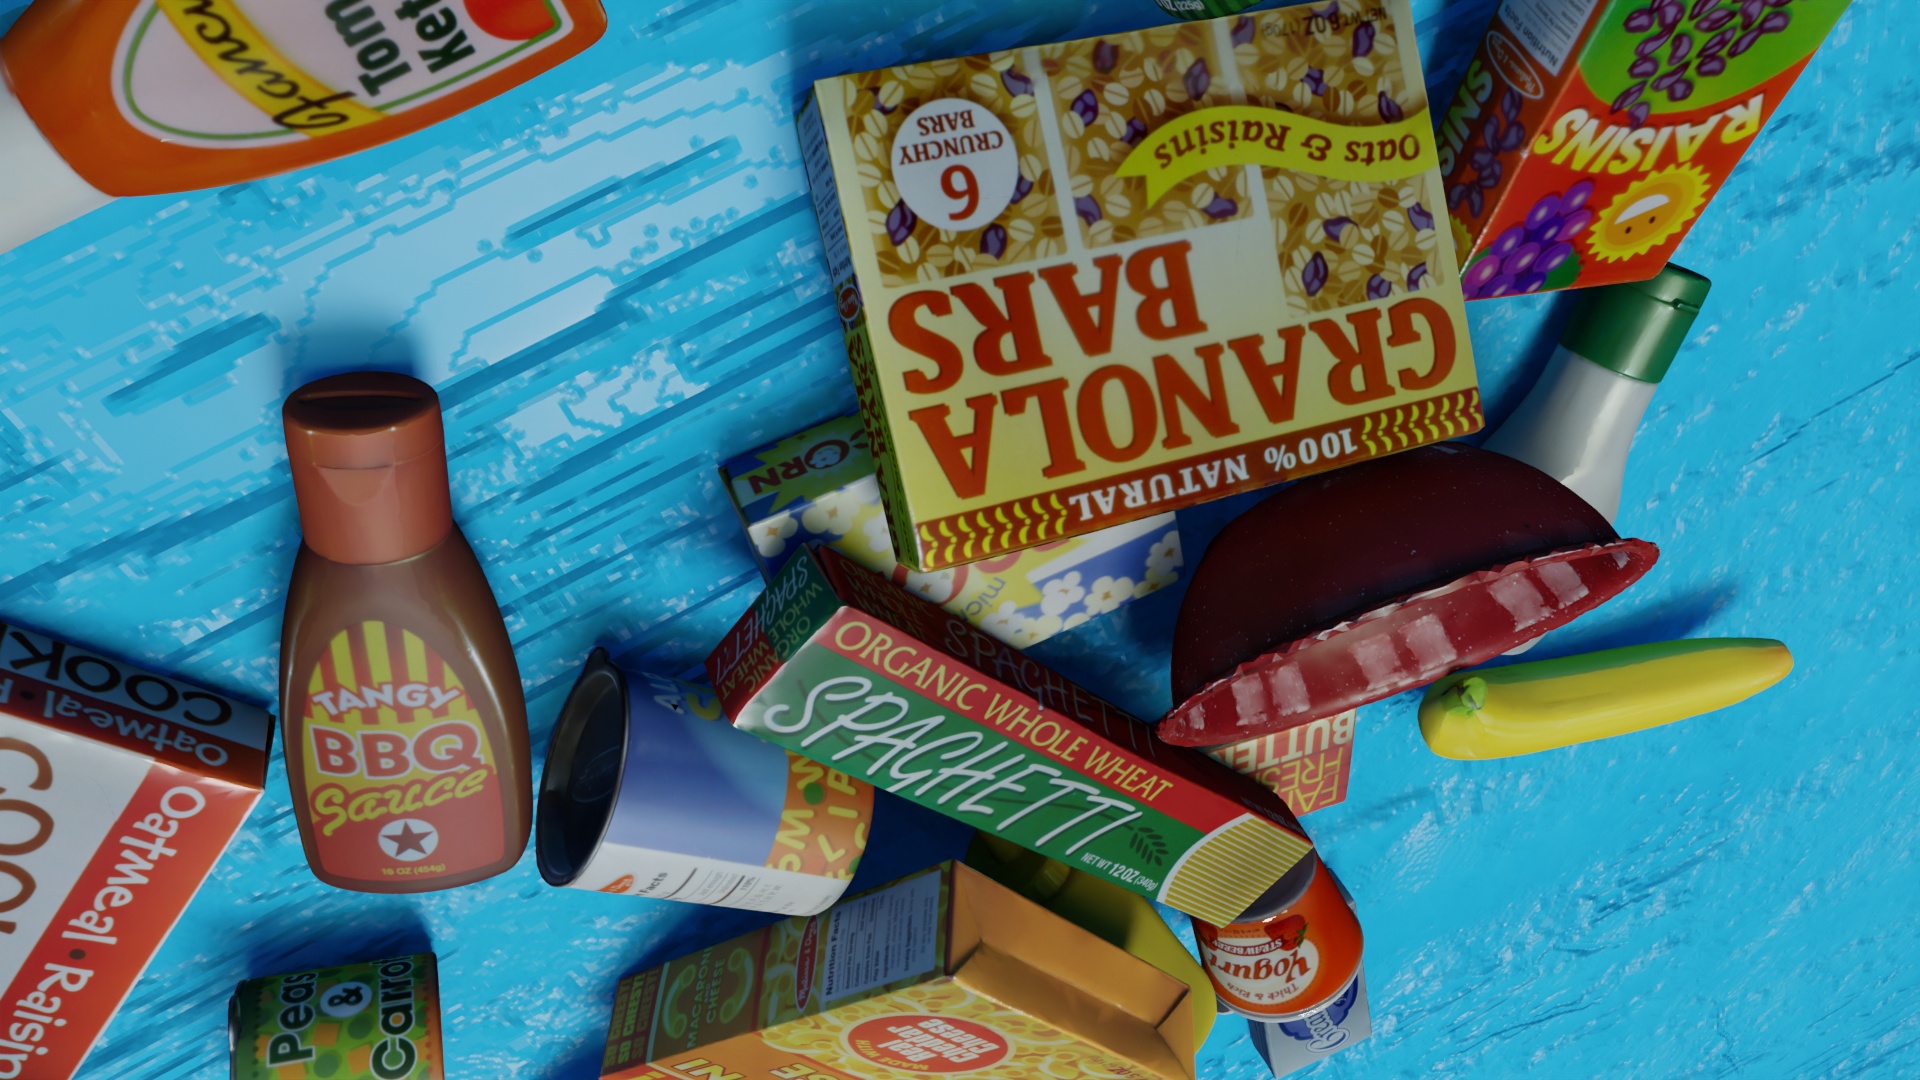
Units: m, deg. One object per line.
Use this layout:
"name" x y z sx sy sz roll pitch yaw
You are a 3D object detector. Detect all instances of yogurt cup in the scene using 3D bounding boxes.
"yogurt cup" 0.124 0.150 0.562 0.072 0.072 0.053 -28 119 -5

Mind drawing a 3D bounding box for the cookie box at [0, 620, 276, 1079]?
"cookie box" -0.286 0.070 0.352 0.167 0.040 0.122 29 106 -33

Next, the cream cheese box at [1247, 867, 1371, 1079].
"cream cheese box" 0.154 0.197 0.629 0.053 0.024 0.103 -23 126 -7

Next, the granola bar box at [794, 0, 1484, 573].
"granola bar box" 0.050 -0.071 0.374 0.166 0.039 0.124 -14 96 -15

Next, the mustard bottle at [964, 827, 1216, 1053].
"mustard bottle" 0.041 0.143 0.522 0.049 0.065 0.159 -50 125 -20

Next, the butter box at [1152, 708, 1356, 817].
"butter box" 0.103 0.090 0.538 0.104 0.024 0.052 -14 125 -14

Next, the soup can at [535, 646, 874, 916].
"soup can" -0.078 0.075 0.429 0.084 0.071 0.071 17 113 -32

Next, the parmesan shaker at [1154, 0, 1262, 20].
"parmesan shaker" 0.046 -0.178 0.315 0.071 0.071 0.103 -45 127 8

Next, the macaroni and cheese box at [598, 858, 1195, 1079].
"macaroni and cheese box" -0.023 0.169 0.479 0.166 0.040 0.123 -27 131 33

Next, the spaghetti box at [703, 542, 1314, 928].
"spaghetti box" 0.029 0.073 0.449 0.250 0.029 0.050 31 107 -40

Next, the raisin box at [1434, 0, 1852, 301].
"raisin box" 0.190 -0.129 0.403 0.086 0.040 0.122 -10 145 -17

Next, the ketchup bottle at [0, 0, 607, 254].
"ketchup bottle" -0.155 -0.106 0.294 0.149 0.044 0.064 -28 127 -4

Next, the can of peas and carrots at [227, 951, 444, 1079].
"can of peas and carrots" -0.193 0.165 0.434 0.059 0.071 0.070 -3 122 -22

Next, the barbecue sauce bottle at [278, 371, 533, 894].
"barbecue sauce bottle" -0.154 0.028 0.378 0.065 0.044 0.147 -1 121 -12

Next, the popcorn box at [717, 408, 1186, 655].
"popcorn box" 0.002 -0.005 0.426 0.127 0.038 0.084 -23 128 -8

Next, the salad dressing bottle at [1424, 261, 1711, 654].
"salad dressing bottle" 0.215 -0.031 0.499 0.064 0.044 0.147 8 116 -26
